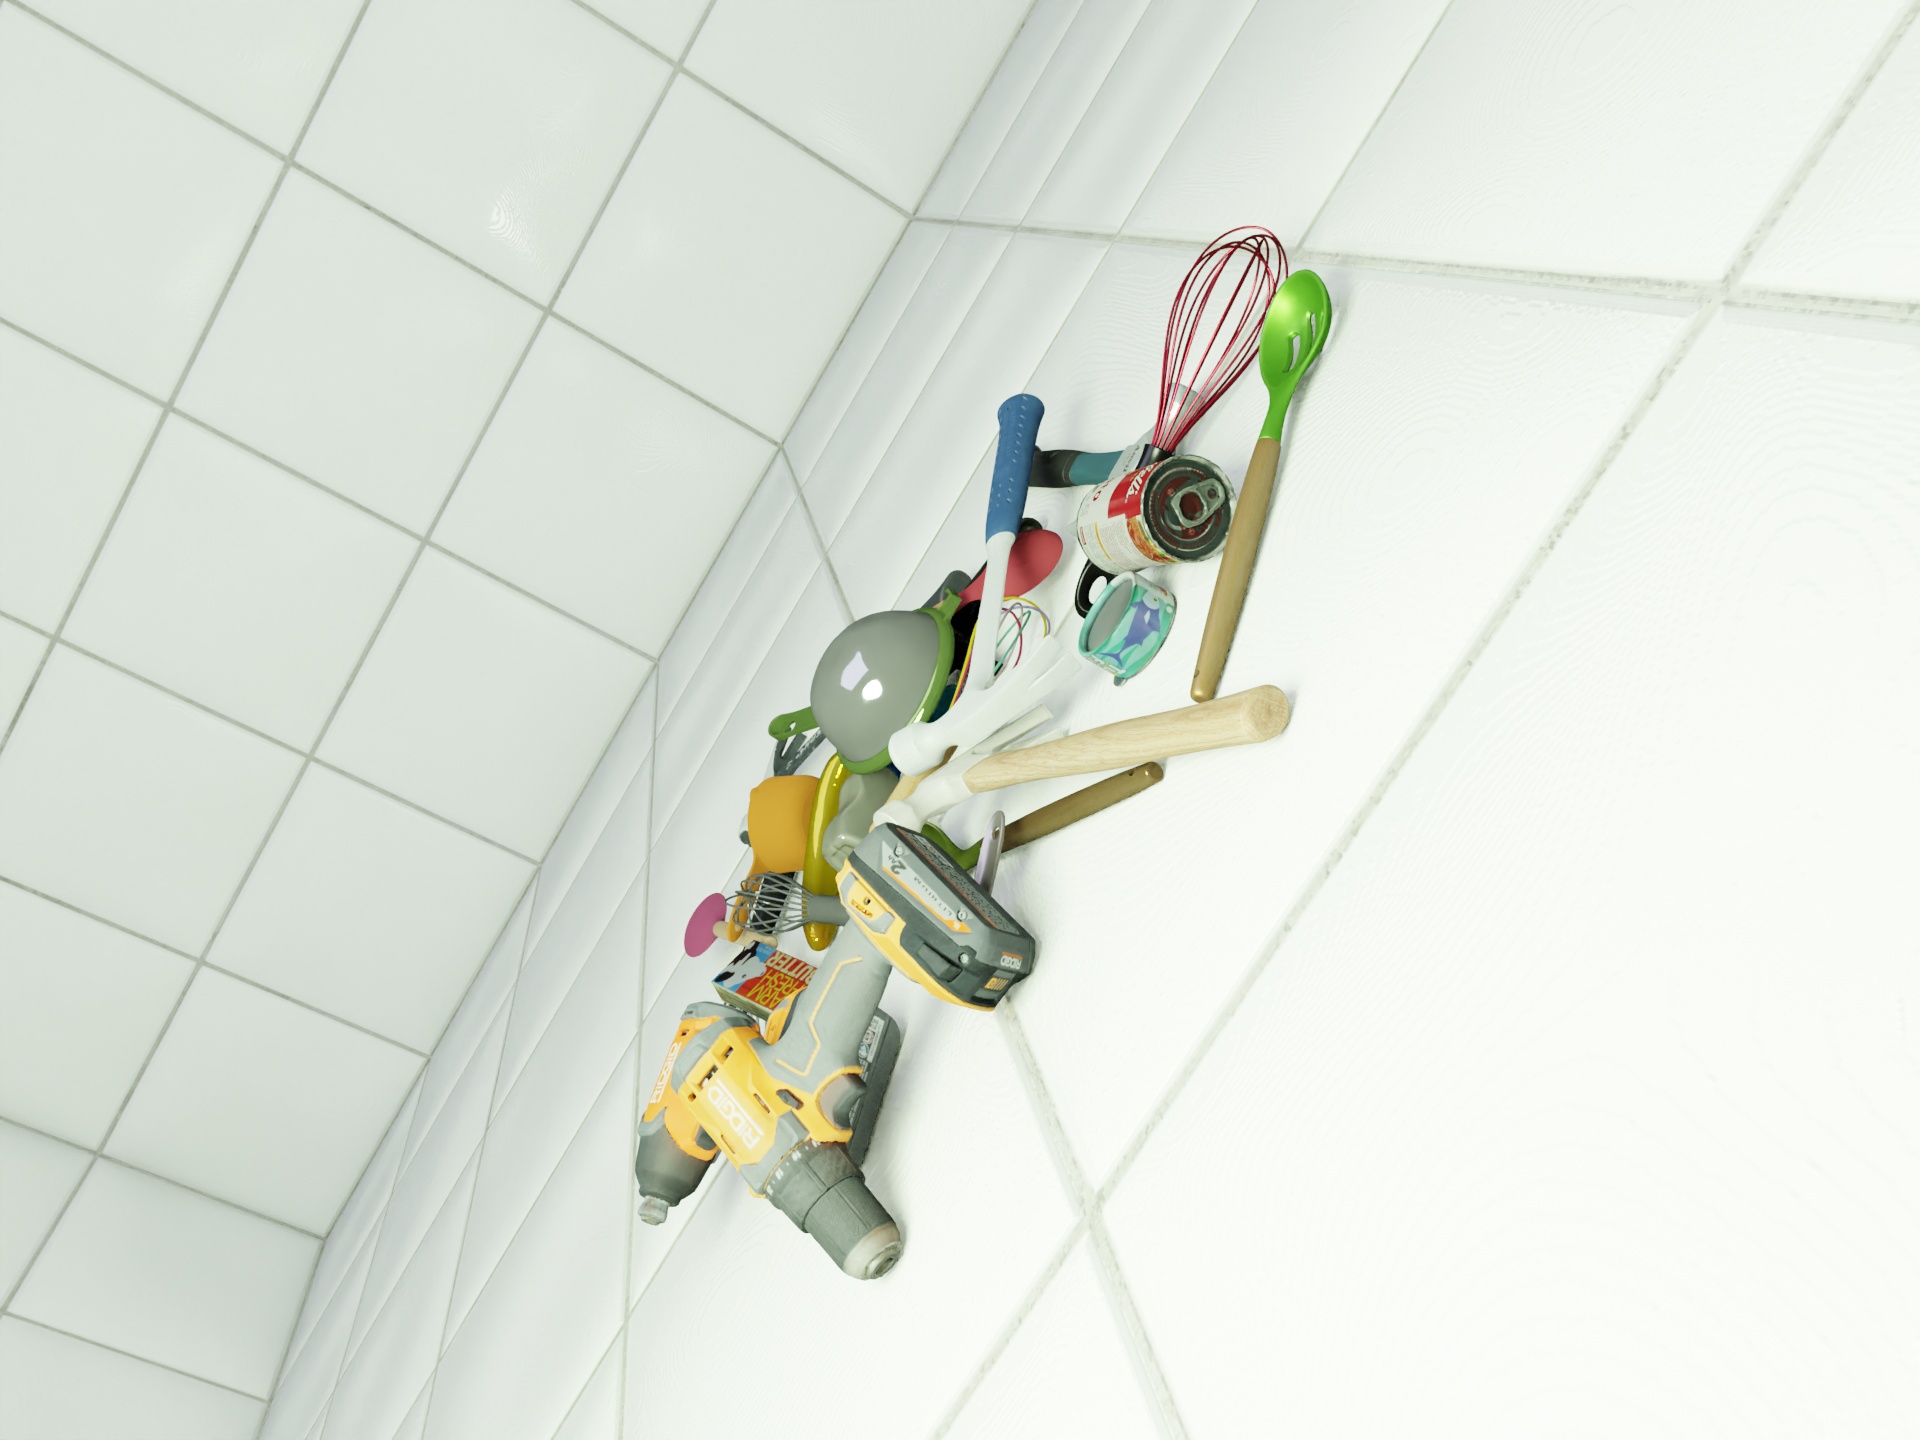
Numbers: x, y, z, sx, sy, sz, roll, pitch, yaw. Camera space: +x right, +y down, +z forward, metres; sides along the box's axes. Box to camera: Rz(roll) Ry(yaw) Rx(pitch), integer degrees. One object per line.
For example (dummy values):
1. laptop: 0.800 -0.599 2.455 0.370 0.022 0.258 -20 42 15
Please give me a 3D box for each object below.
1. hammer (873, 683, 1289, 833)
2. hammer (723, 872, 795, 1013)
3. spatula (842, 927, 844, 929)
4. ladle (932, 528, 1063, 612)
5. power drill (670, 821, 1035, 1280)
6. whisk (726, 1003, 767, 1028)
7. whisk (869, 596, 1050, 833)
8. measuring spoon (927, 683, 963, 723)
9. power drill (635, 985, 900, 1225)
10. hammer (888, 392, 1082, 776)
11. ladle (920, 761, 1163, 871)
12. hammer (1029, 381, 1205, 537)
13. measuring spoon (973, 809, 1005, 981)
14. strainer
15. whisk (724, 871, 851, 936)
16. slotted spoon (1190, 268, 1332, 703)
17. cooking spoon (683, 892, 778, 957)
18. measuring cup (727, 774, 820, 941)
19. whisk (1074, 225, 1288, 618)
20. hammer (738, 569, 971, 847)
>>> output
1. hammer: 0.075 0.018 0.954 0.130 0.031 0.331 -36 11 -31
2. hammer: -0.187 0.197 1.475 0.146 0.035 0.335 -41 26 47
3. spatula: -0.083 0.113 1.338 0.059 0.018 0.316 -56 19 30
4. ladle: -0.023 -0.086 1.342 0.315 0.031 0.069 -29 35 49
5. power drill: -0.054 0.199 0.951 0.185 0.084 0.226 43 98 31
6. whisk: -0.152 0.276 1.247 0.247 0.059 0.057 -113 17 -64
7. whisk: -0.004 -0.005 1.166 0.051 0.047 0.245 -18 32 51
8. measuring spoon: 0.012 -0.003 1.260 0.129 0.021 0.042 11 74 62
9. power drill: -0.151 0.274 1.119 0.226 0.084 0.164 -21 43 49
10. hammer: 0.034 -0.130 1.198 0.144 0.035 0.406 -29 32 30
11. ladle: 0.023 0.071 1.044 0.320 0.062 0.078 -31 32 54
12. hammer: 0.096 -0.206 1.296 0.128 0.033 0.331 -60 17 0
13. measuring spoon: 0.018 0.119 1.005 0.034 0.018 0.124 -1 75 58
14. strainer: -0.108 -0.027 1.325 0.256 0.069 0.152 -17 50 50
15. whisk: -0.113 0.148 1.256 0.239 0.055 0.055 -4 58 51
16. slotted spoon: 0.182 -0.147 0.974 0.070 0.031 0.314 -30 37 59
17. cooking spoon: -0.216 0.194 1.470 0.069 0.017 0.319 -66 18 -12
18. measuring cup: -0.155 0.122 1.396 0.052 0.095 0.174 -9 42 30
19. whisk: 0.148 -0.206 1.108 0.296 0.073 0.073 -66 17 5
20. hammer: -0.105 -0.022 1.582 0.409 0.036 0.149 -44 24 43
